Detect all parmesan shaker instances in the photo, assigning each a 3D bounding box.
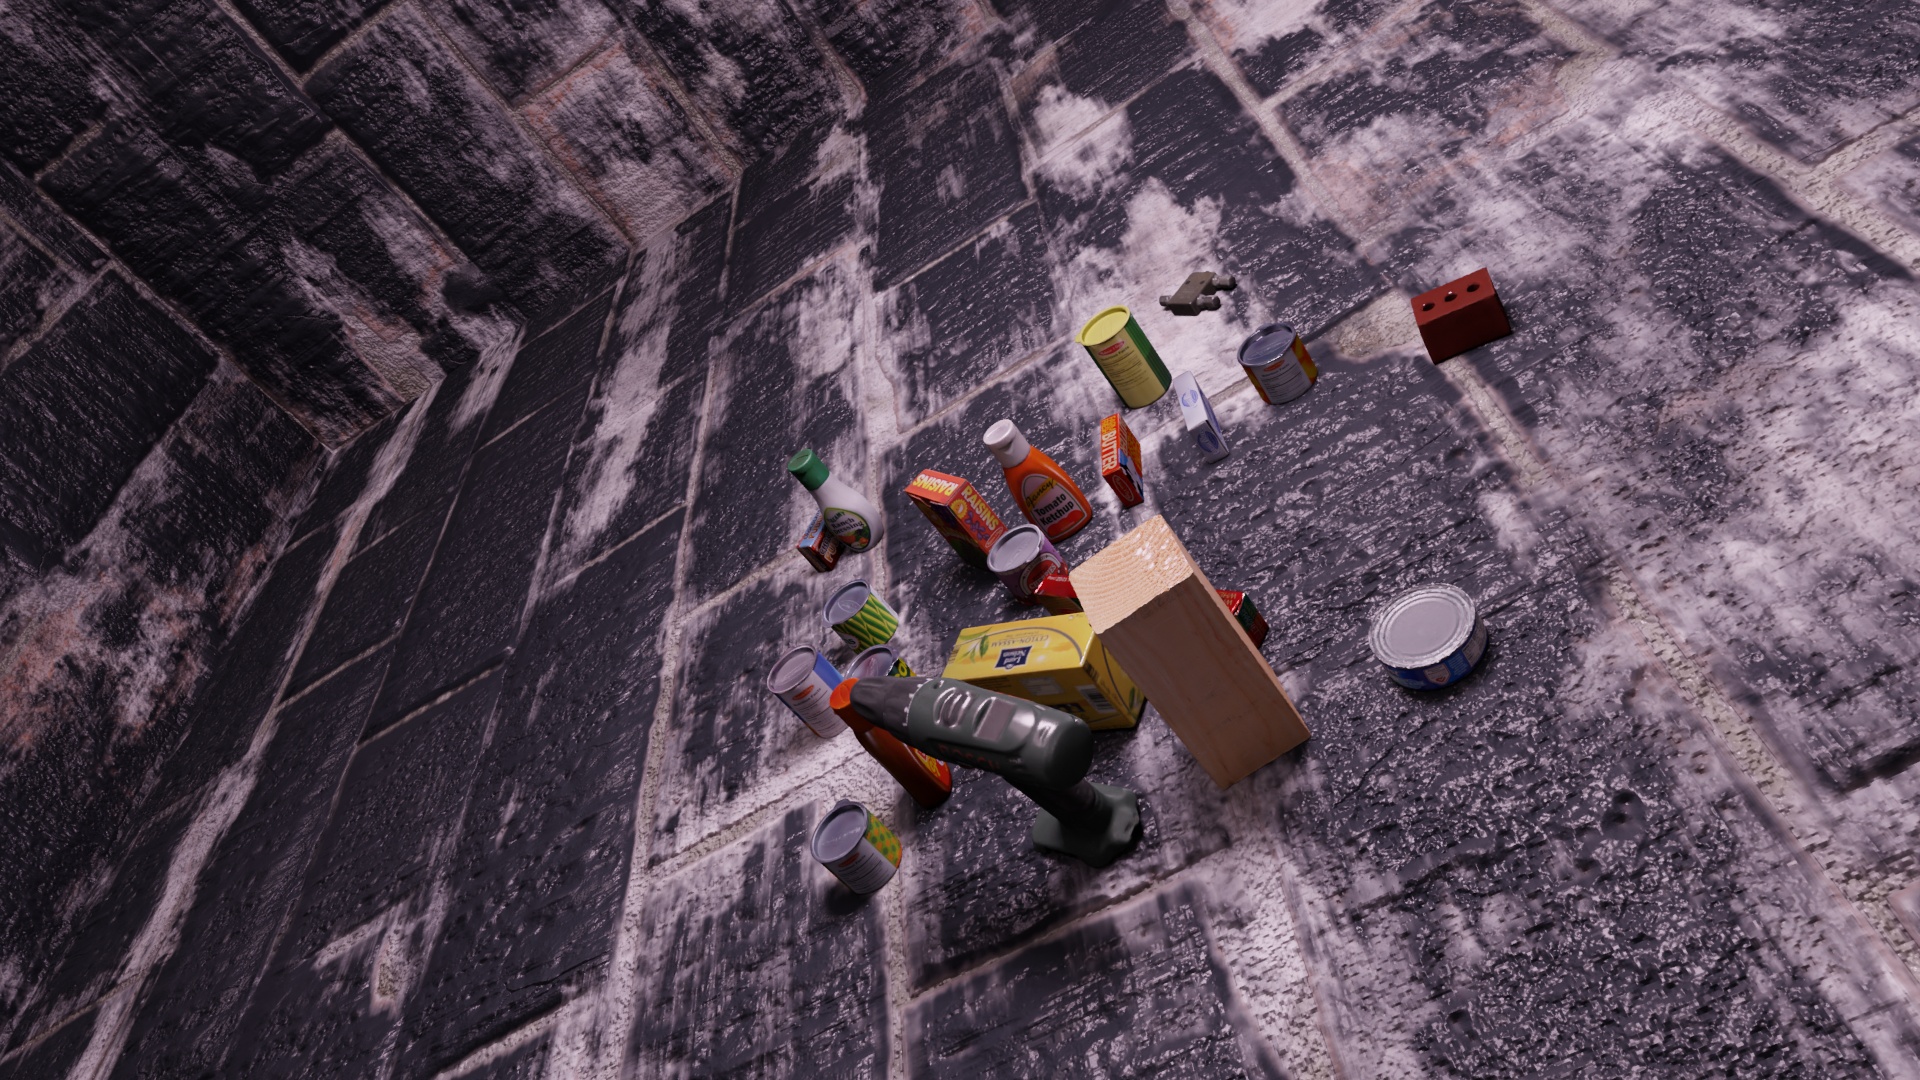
[{"bbox_3d":[0.187,-0.208,1.591,0.071,0.103,0.072,-27,33,20],"label":"parmesan shaker"}]

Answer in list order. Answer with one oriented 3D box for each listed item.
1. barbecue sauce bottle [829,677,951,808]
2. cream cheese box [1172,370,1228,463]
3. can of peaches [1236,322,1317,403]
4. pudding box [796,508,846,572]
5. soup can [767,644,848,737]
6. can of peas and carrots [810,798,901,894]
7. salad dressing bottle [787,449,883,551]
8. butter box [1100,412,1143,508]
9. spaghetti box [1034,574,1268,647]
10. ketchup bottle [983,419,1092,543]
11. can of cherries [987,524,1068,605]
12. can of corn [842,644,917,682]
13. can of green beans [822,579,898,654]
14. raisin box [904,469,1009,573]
[{"bbox_3d":[-0.066,0.188,1.307,0.043,0.148,0.065,-36,31,7],"label":"barbecue sauce bottle"},{"bbox_3d":[0.254,-0.131,1.471,0.024,0.053,0.104,-29,33,17],"label":"cream cheese box"},{"bbox_3d":[0.332,-0.187,1.455,0.071,0.058,0.071,-27,33,20],"label":"can of peaches"},{"bbox_3d":[-0.168,-0.007,1.758,0.030,0.049,0.084,-8,43,41],"label":"pudding box"},{"bbox_3d":[-0.157,0.161,1.499,0.071,0.083,0.072,-27,33,20],"label":"soup can"},{"bbox_3d":[-0.097,0.286,1.301,0.071,0.058,0.071,-27,33,20],"label":"can of peas and carrots"},{"bbox_3d":[-0.153,-0.049,1.702,0.064,0.147,0.044,-18,37,31],"label":"salad dressing bottle"},{"bbox_3d":[0.174,-0.087,1.499,0.024,0.053,0.104,-25,34,23],"label":"butter box"},{"bbox_3d":[0.175,0.065,1.307,0.250,0.050,0.029,4,52,48],"label":"spaghetti box"},{"bbox_3d":[0.078,-0.065,1.479,0.064,0.148,0.044,-33,32,11],"label":"ketchup bottle"},{"bbox_3d":[0.072,0.027,1.454,0.071,0.058,0.072,-27,33,20],"label":"can of cherries"},{"bbox_3d":[-0.078,0.151,1.453,0.071,0.058,0.071,-27,33,20],"label":"can of corn"},{"bbox_3d":[-0.113,0.087,1.572,0.071,0.057,0.071,-27,33,20],"label":"can of green beans"},{"bbox_3d":[0.005,-0.019,1.520,0.040,0.123,0.086,-49,32,-15],"label":"raisin box"}]
